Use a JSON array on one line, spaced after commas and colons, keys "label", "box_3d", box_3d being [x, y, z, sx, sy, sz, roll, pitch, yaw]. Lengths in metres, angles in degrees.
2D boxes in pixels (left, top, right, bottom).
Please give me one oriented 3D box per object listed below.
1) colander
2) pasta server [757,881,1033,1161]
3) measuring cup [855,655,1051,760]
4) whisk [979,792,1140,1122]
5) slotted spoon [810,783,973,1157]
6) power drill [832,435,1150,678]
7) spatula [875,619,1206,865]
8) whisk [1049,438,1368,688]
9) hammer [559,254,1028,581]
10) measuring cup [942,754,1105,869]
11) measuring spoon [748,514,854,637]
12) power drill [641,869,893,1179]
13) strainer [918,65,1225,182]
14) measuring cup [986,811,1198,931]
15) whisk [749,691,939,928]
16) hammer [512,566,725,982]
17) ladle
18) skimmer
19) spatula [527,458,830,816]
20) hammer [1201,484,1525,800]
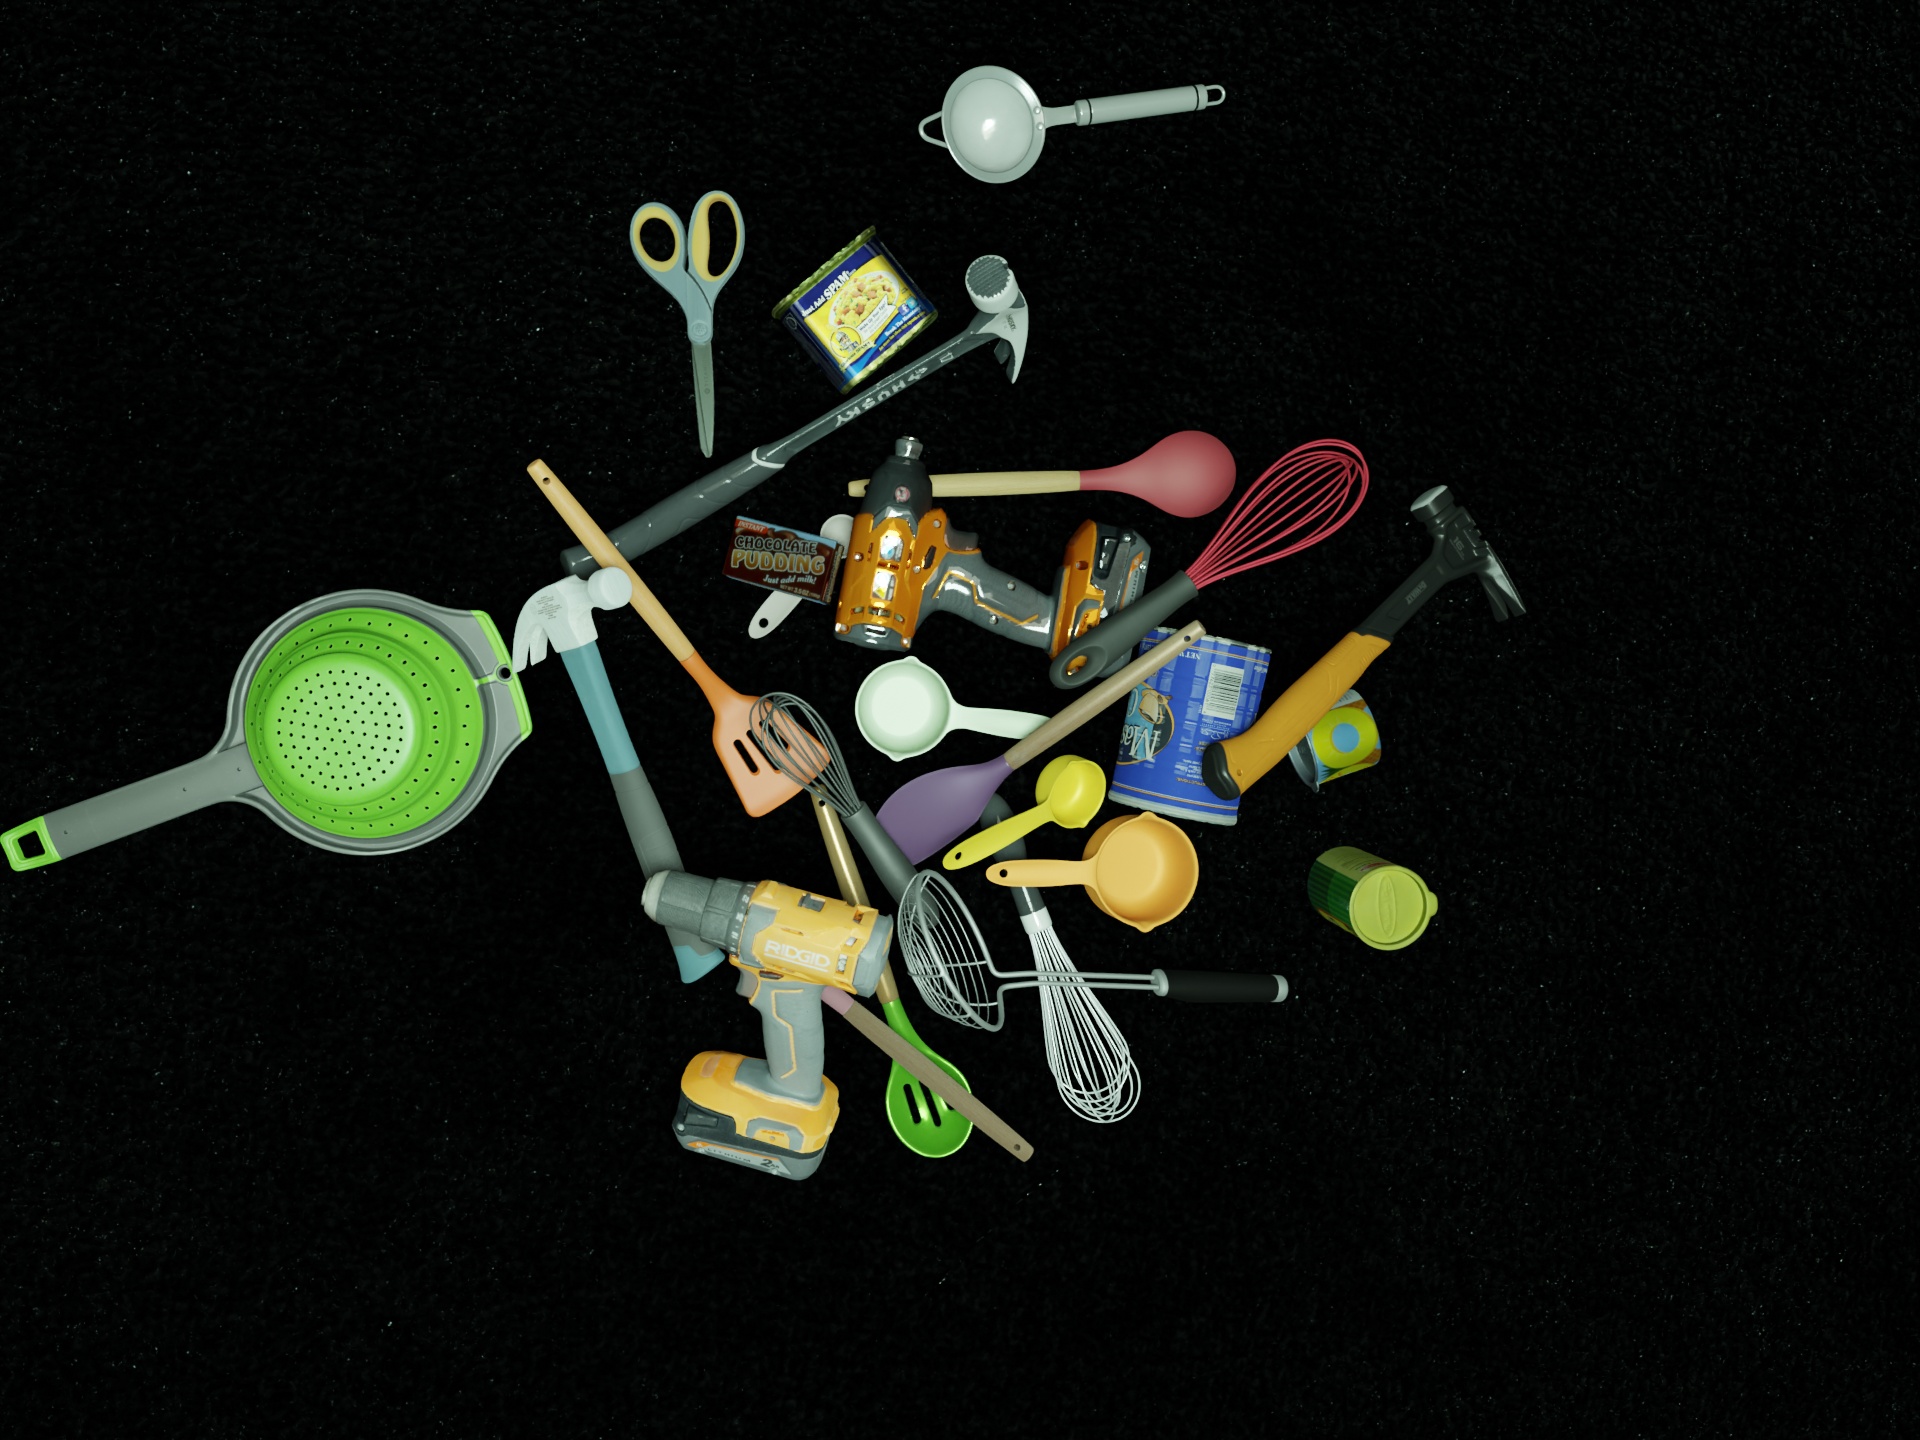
[{"label": "colander", "box_3d": [-0.525, 0.033, 1.176, 0.397, 0.094, 0.204, -21, 96, -5]}, {"label": "pasta server", "box_3d": [-0.066, 0.241, 1.255, 0.316, 0.040, 0.060, 40, 96, -3]}, {"label": "measuring cup", "box_3d": [-0.002, -0.004, 1.265, 0.167, 0.038, 0.083, 8, 93, -9]}, {"label": "whisk", "box_3d": [0.073, 0.190, 1.278, 0.070, 0.070, 0.284, -21, 91, -5]}, {"label": "slotted spoon", "box_3d": [-0.063, 0.199, 1.276, 0.070, 0.031, 0.314, -19, 94, -2]}, {"label": "power drill", "box_3d": [0.025, -0.122, 1.232, 0.226, 0.084, 0.164, 10, 94, -9]}, {"label": "spatula", "box_3d": [0.057, 0.016, 1.235, 0.316, 0.018, 0.059, -35, 99, 17]}, {"label": "whisk", "box_3d": [0.187, -0.116, 1.201, 0.296, 0.073, 0.073, -36, 97, -5]}, {"label": "hammer", "box_3d": [-0.127, -0.209, 1.207, 0.409, 0.149, 0.036, -30, 76, 5]}, {"label": "measuring cup", "box_3d": [0.046, 0.075, 1.254, 0.156, 0.029, 0.062, -26, 120, -23]}, {"label": "measuring spoon", "box_3d": [-0.123, -0.112, 1.257, 0.034, 0.018, 0.124, 44, 95, 6]}, {"label": "power drill", "box_3d": [-0.161, 0.220, 1.201, 0.185, 0.084, 0.226, 15, 114, 2]}, {"label": "strainer", "box_3d": [0.087, -0.472, 1.244, 0.258, 0.050, 0.087, -12, 101, -12]}, {"label": "measuring cup", "box_3d": [0.100, 0.119, 1.269, 0.173, 0.052, 0.095, 0, 91, -12]}, {"label": "whisk", "box_3d": [-0.086, 0.073, 1.244, 0.055, 0.055, 0.238, -35, 109, -3]}, {"label": "hammer", "box_3d": [-0.251, 0.050, 1.215, 0.128, 0.033, 0.331, -8, 107, 36]}, {"label": "ladle", "box_3d": [0.068, -0.191, 1.267, 0.315, 0.031, 0.069, -3, 97, -5]}, {"label": "skimmer", "box_3d": [0.115, 0.183, 1.221, 0.363, 0.127, 0.090, 7, 135, -25]}, {"label": "spatula", "box_3d": [-0.220, -0.065, 1.207, 0.081, 0.041, 0.322, -37, 117, -3]}, {"label": "hammer", "box_3d": [0.310, -0.044, 1.243, 0.337, 0.034, 0.127, -40, 99, -24]}]
